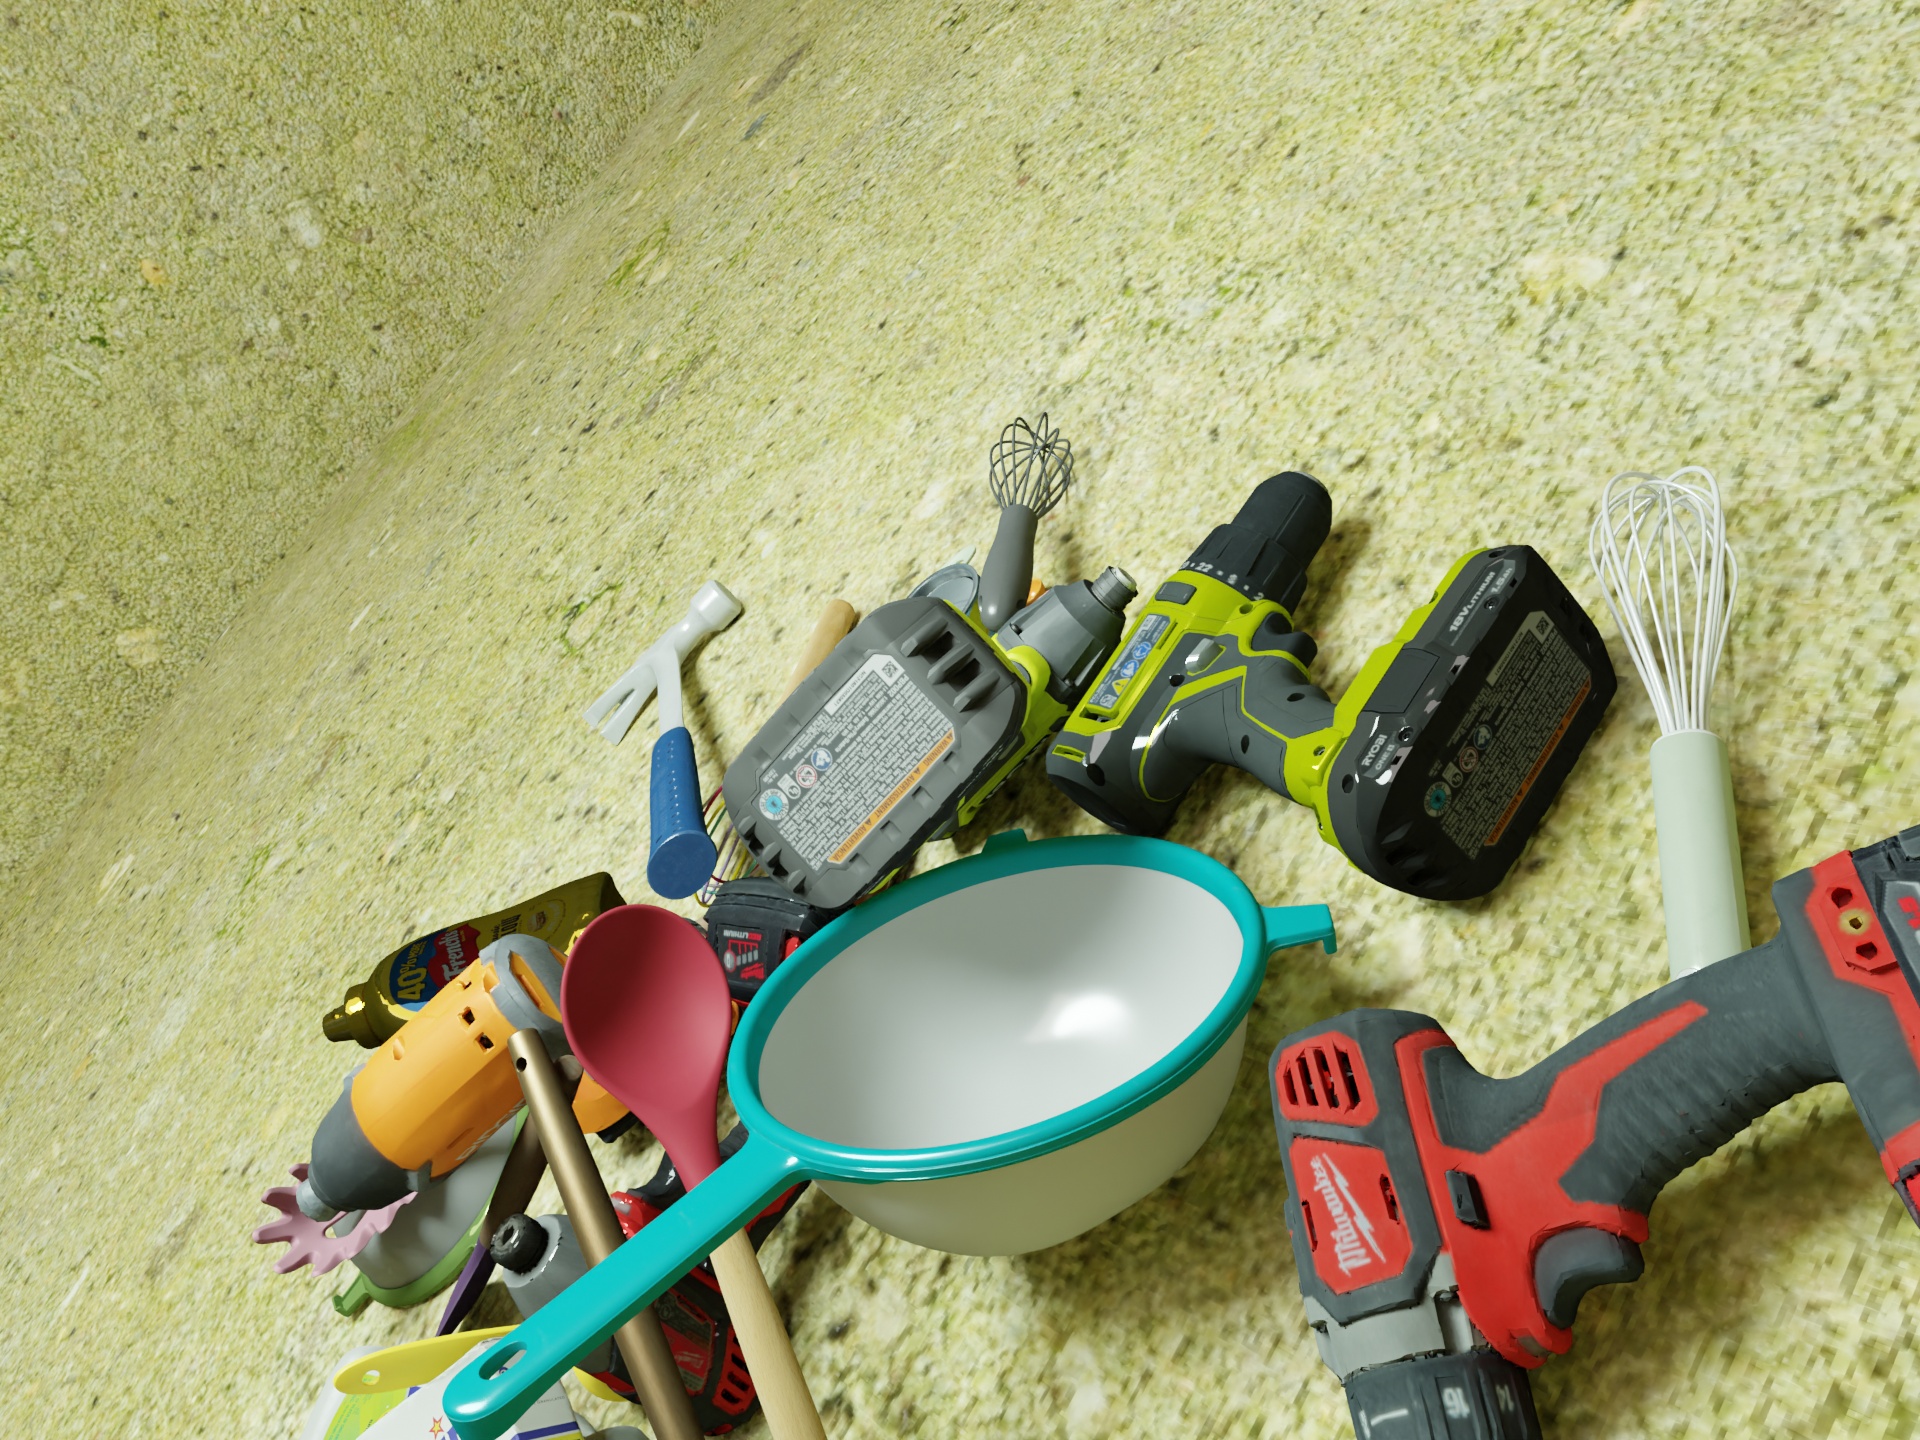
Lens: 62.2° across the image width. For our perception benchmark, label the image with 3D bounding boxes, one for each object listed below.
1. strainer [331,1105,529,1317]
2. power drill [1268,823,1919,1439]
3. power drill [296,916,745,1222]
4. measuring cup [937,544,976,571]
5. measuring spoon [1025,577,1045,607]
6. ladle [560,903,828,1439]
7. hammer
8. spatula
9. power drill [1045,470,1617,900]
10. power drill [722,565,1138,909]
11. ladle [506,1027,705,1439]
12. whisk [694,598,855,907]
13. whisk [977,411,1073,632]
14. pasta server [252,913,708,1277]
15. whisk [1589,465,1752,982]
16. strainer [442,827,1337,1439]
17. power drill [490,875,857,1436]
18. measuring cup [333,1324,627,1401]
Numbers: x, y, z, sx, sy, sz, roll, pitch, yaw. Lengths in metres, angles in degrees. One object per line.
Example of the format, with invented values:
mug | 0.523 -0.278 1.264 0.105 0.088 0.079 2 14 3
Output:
strainer | -0.326 0.228 0.988 0.151 0.069 0.257 -29 37 28
power drill | 0.196 0.145 0.432 0.226 0.080 0.188 -30 49 30
power drill | -0.210 0.170 0.779 0.164 0.084 0.226 -42 -13 10
measuring cup | -0.038 -0.035 0.964 0.167 0.038 0.083 -48 31 -5
measuring spoon | 0.009 -0.061 0.964 0.117 0.011 0.021 -20 40 43
ladle | -0.080 0.214 0.601 0.316 0.069 0.031 64 152 23
hammer | -0.191 0.015 1.035 0.144 0.035 0.406 -45 22 6
spatula | -0.220 0.239 0.760 0.315 0.018 0.060 -58 2 44
power drill | 0.154 -0.025 0.683 0.190 0.080 0.229 -55 29 -10
power drill | -0.001 -0.002 0.734 0.171 0.080 0.223 -47 -9 19
ladle | -0.111 0.254 0.574 0.078 0.062 0.320 -36 66 16
whisk | -0.115 0.013 1.000 0.051 0.047 0.245 -18 39 41
whisk | 0.035 -0.117 0.917 0.055 0.055 0.239 -31 24 25
pasta server | -0.252 0.199 0.902 0.316 0.060 0.040 -37 -11 -10
whisk | 0.255 0.004 0.558 0.057 0.059 0.247 -48 25 52
strainer | -0.022 0.166 0.585 0.340 0.095 0.211 -33 26 -31
power drill | -0.104 0.184 0.700 0.078 0.143 0.220 -2 51 47
measuring cup | -0.191 0.282 0.699 0.029 0.156 0.062 31 114 53
